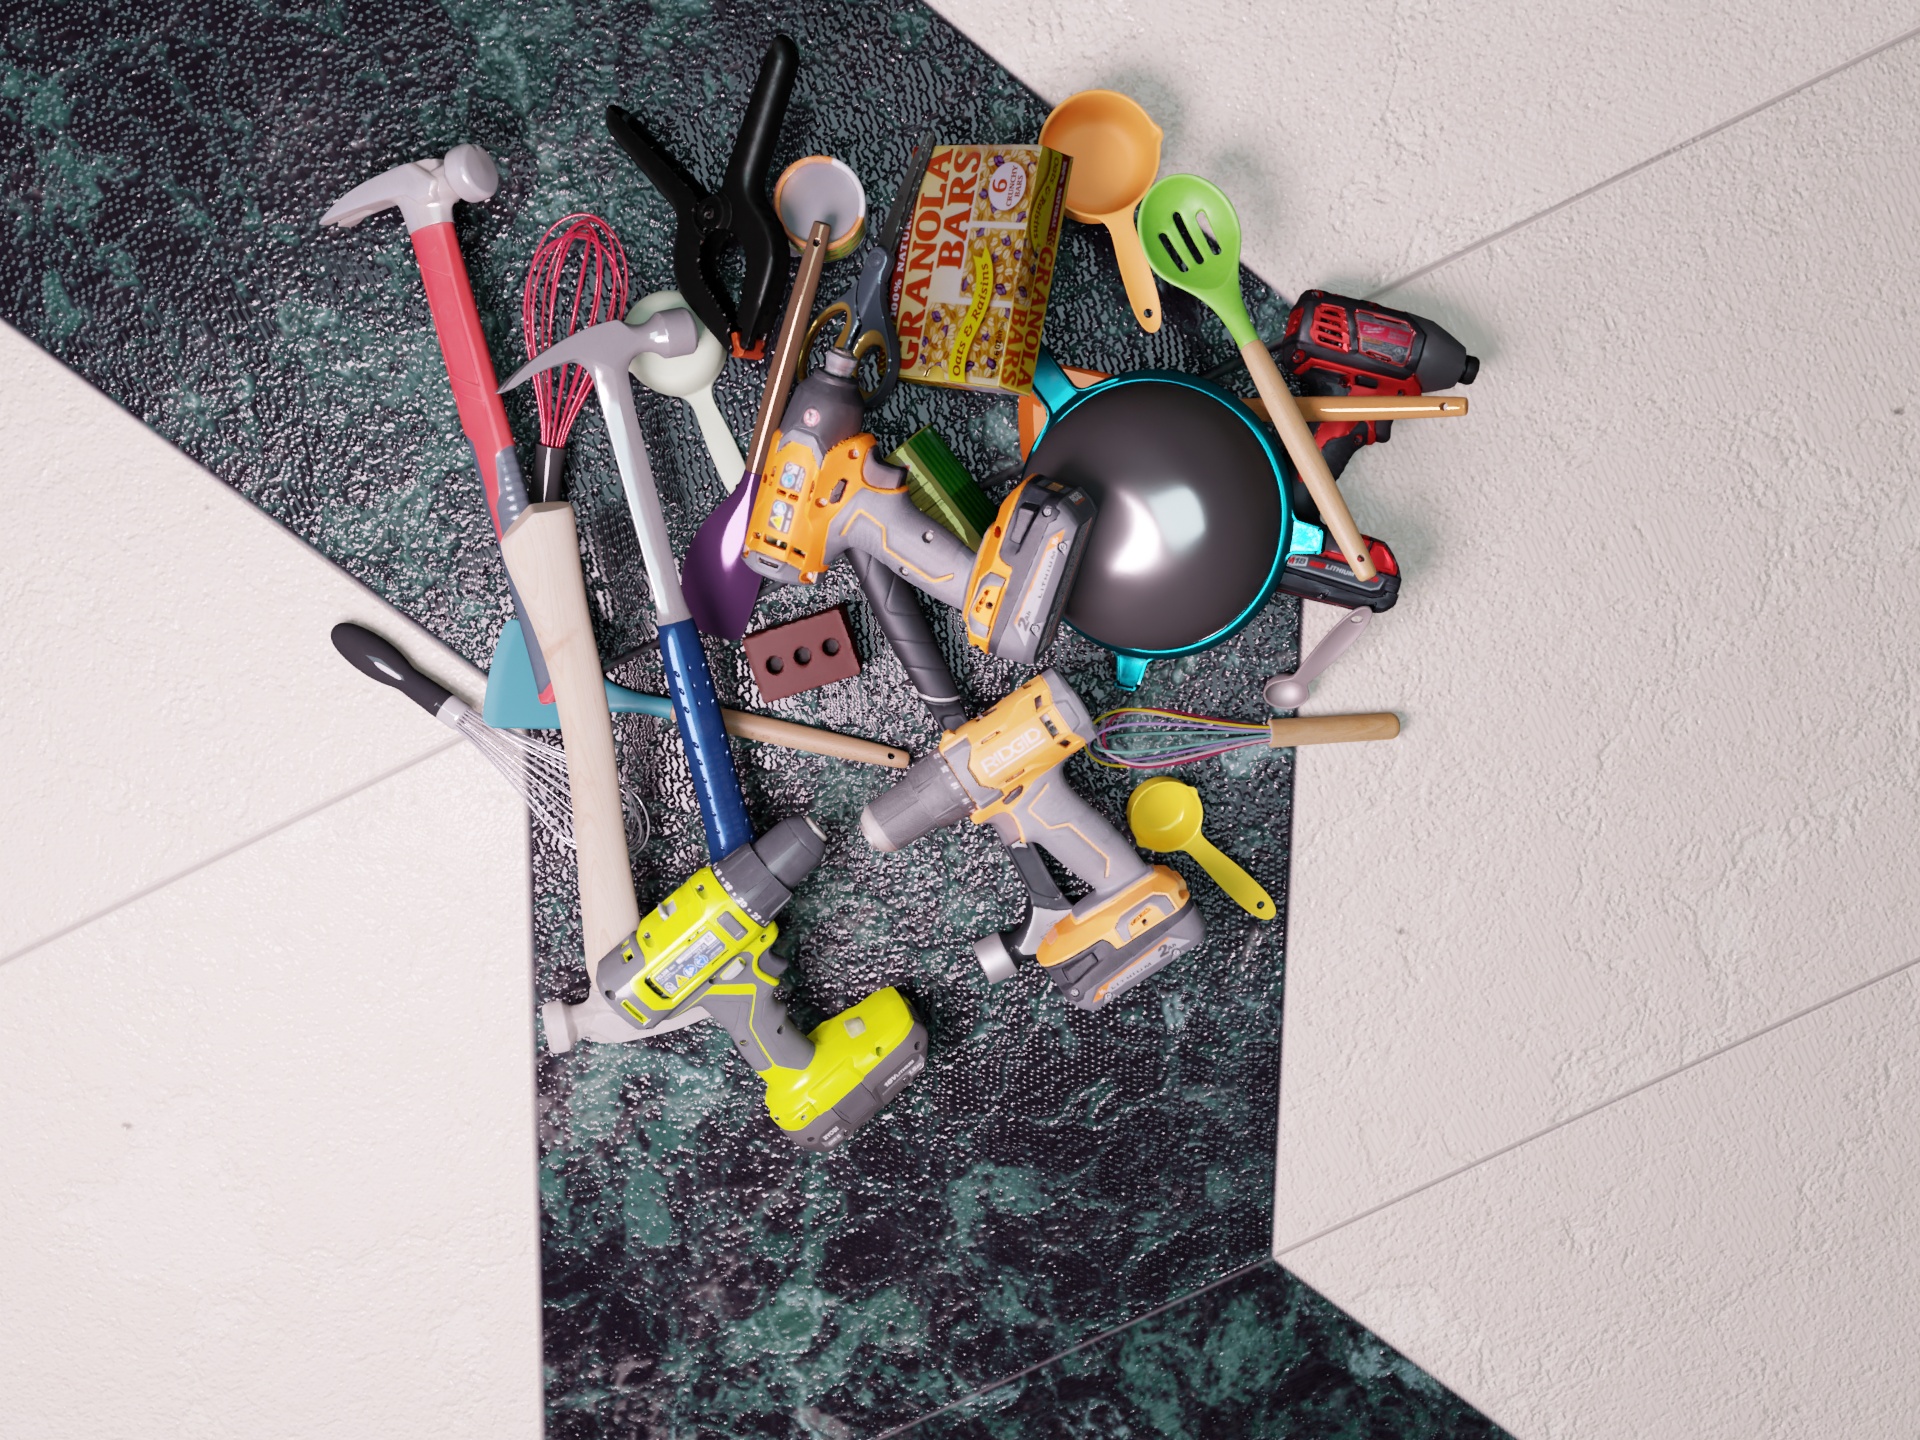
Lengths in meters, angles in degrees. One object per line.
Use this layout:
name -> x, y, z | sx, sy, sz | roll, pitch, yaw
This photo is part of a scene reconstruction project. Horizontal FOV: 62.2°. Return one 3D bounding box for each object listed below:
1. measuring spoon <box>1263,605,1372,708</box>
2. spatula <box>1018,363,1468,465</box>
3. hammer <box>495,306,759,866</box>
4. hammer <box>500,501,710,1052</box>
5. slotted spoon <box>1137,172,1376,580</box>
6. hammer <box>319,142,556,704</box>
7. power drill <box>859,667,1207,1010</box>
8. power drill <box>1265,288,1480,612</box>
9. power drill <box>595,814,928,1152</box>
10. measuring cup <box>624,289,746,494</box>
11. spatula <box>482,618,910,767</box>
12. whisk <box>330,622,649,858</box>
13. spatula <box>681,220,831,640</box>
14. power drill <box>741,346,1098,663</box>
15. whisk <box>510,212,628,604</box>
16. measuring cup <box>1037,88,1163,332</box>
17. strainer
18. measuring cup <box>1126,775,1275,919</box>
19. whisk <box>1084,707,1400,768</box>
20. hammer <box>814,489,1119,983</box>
measuring spoon -> 0.268, -0.050, 1.188 | 0.034, 0.018, 0.124 | 21, 138, -14
spatula -> 0.194, -0.221, 1.136 | 0.323, 0.041, 0.081 | 5, 100, 28
hammer -> -0.214, -0.080, 1.143 | 0.144, 0.035, 0.405 | -18, 104, -24
hammer -> -0.252, 0.046, 1.136 | 0.146, 0.038, 0.410 | -11, 113, -17
slotted spoon -> 0.210, -0.237, 1.101 | 0.070, 0.031, 0.314 | -26, 82, 4
hammer -> -0.349, -0.198, 1.141 | 0.143, 0.038, 0.386 | -10, 98, 26
power drill -> 0.052, 0.100, 1.165 | 0.185, 0.084, 0.226 | -33, 99, 2
power drill -> 0.291, -0.195, 1.172 | 0.143, 0.078, 0.219 | 13, 95, -3
power drill -> -0.128, 0.194, 1.180 | 0.190, 0.080, 0.228 | -41, 116, -2
measuring cup -> -0.193, -0.236, 1.170 | 0.083, 0.038, 0.167 | -24, 96, 2
spatula -> -0.193, -0.002, 1.202 | 0.317, 0.044, 0.082 | 12, 82, -5
whisk -> -0.354, 0.012, 1.198 | 0.284, 0.070, 0.070 | 36, 96, -2
spatula -> -0.145, -0.206, 1.158 | 0.060, 0.018, 0.315 | 19, 110, -2
power drill -> -0.028, -0.146, 1.080 | 0.226, 0.084, 0.164 | 22, 111, 10
whisk -> -0.295, -0.220, 1.164 | 0.073, 0.073, 0.295 | 12, 104, -3
measuring cup -> 0.111, -0.365, 1.154 | 0.095, 0.052, 0.173 | -19, 100, 1
strainer -> 0.085, -0.192, 1.128 | 0.211, 0.095, 0.340 | -38, 86, 28
measuring cup -> 0.190, 0.102, 1.242 | 0.156, 0.029, 0.062 | 43, 95, -18
whisk -> 0.216, 0.009, 1.216 | 0.245, 0.051, 0.047 | -3, 93, -4
hammer -> -0.002, -0.004, 1.194 | 0.149, 0.036, 0.408 | -27, 103, 1
